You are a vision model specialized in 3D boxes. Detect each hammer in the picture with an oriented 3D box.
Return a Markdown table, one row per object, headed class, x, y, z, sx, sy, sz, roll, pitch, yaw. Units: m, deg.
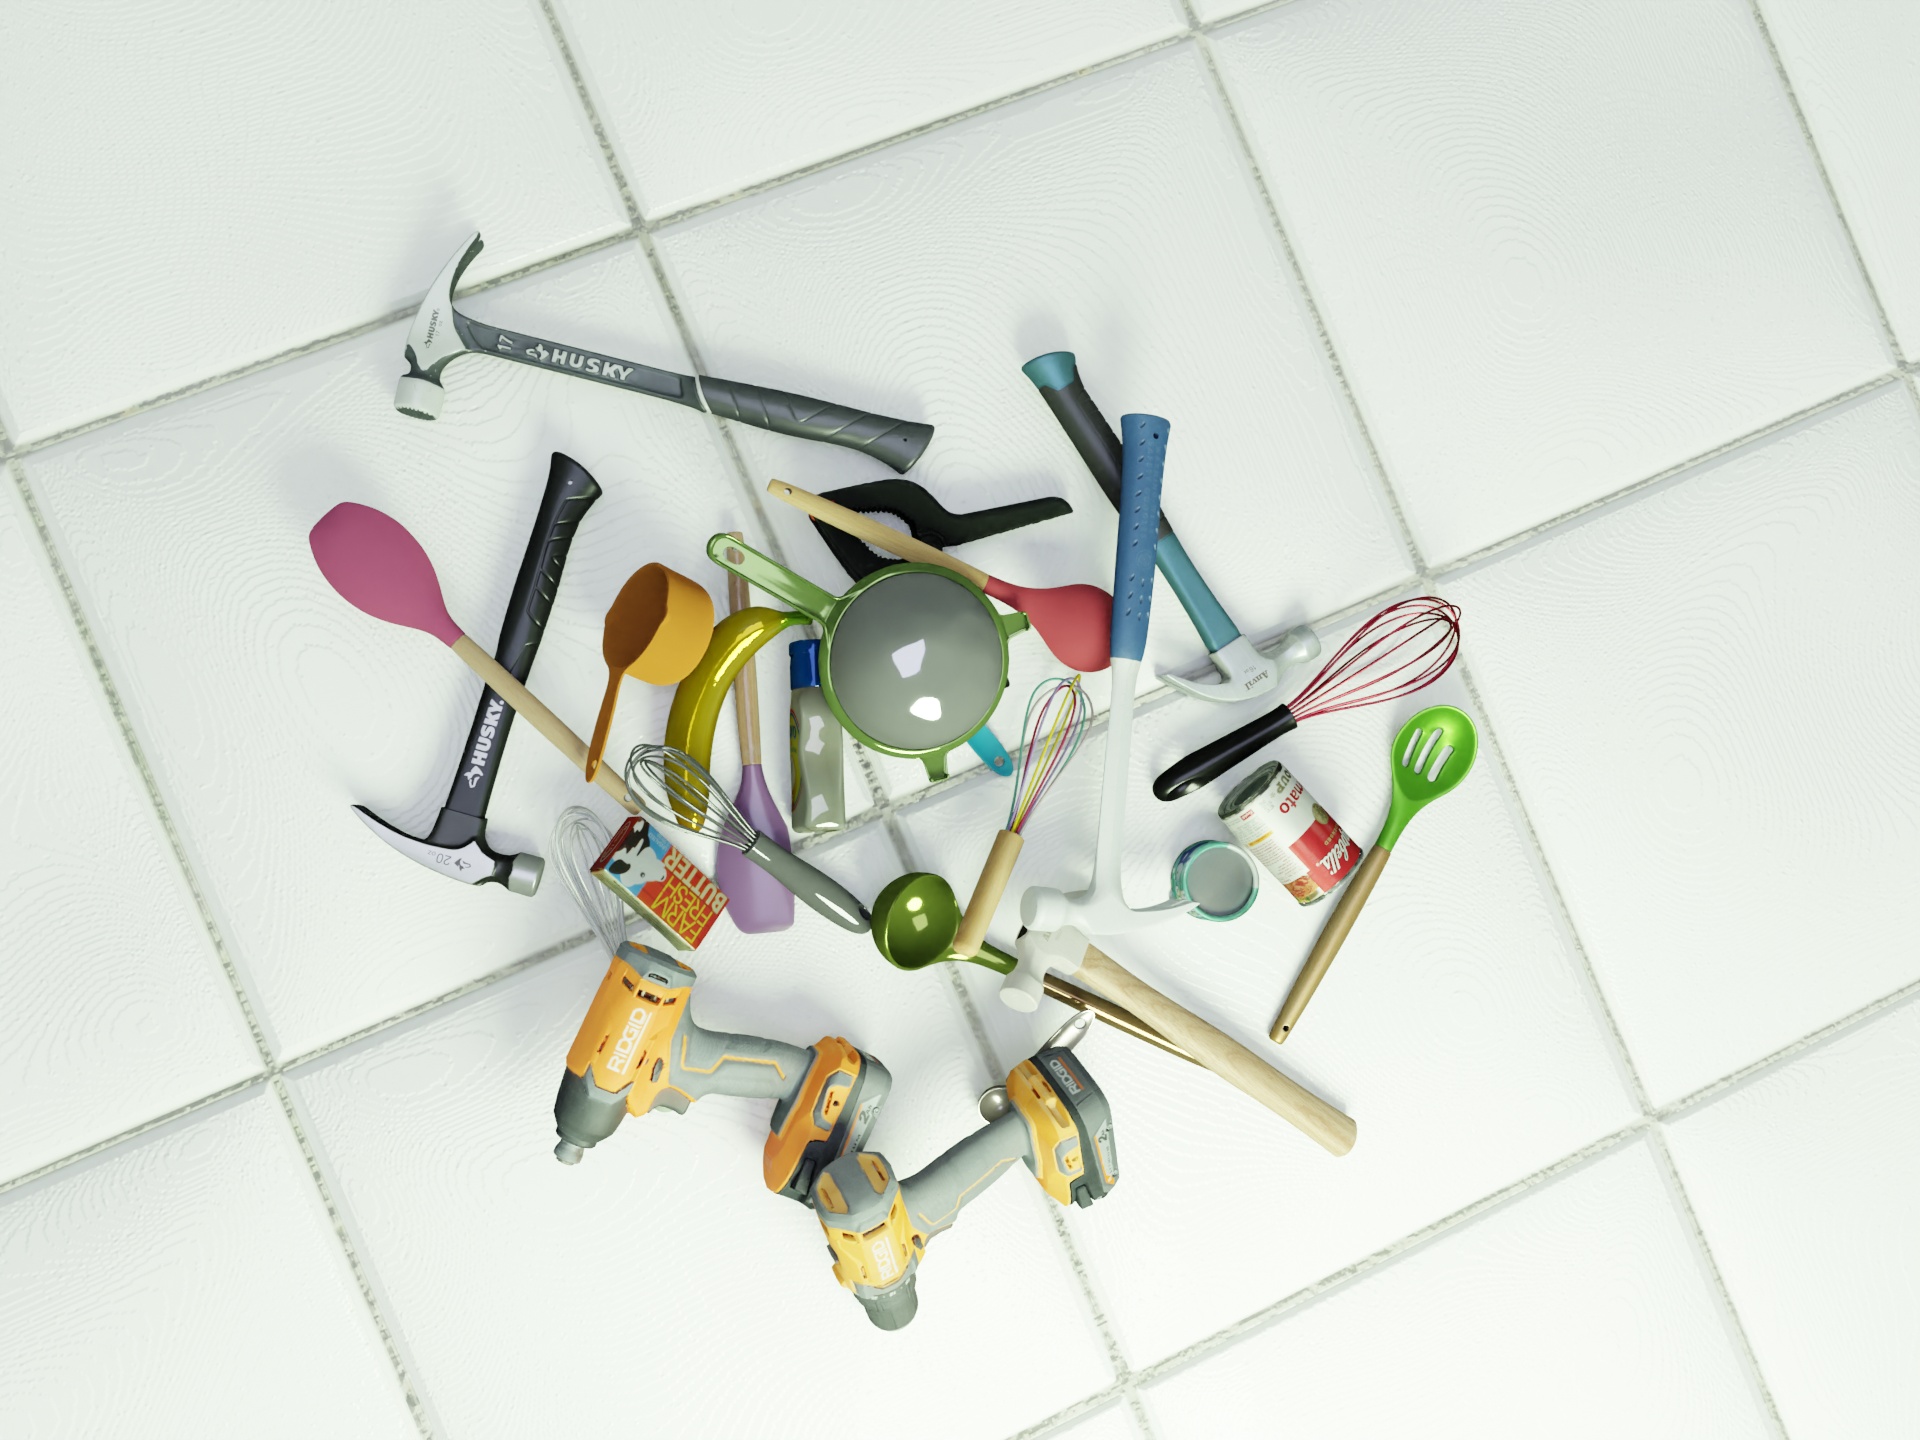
| class | x | y | z | sx | sy | sz | roll | pitch | yaw |
| --- | --- | --- | --- | --- | --- | --- | --- | --- | --- |
| hammer | 0.156 | -0.159 | 1.299 | 0.128 | 0.033 | 0.331 | -33 | 92 | -10 |
| hammer | 0.184 | 0.247 | 1.263 | 0.331 | 0.031 | 0.130 | 35 | 52 | -12 |
| hammer | -0.221 | -0.265 | 1.247 | 0.409 | 0.036 | 0.149 | 12 | 84 | -8 |
| hammer | 0.133 | -0.035 | 1.242 | 0.144 | 0.035 | 0.405 | 8 | 85 | -25 |
| hammer | -0.348 | -0.044 | 1.214 | 0.146 | 0.035 | 0.335 | 17 | 84 | -8 |

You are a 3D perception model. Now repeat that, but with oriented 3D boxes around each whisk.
| class | x | y | z | sx | sy | sz | roll | pitch | yaw |
| --- | --- | --- | --- | --- | --- | --- | --- | --- | --- |
| whisk | -0.259 | 0.182 | 1.213 | 0.058 | 0.059 | 0.246 | -15 | 94 | 27 |
| whisk | 0.047 | 0.069 | 1.238 | 0.051 | 0.047 | 0.245 | 30 | 70 | -17 |
| whisk | -0.158 | 0.095 | 1.210 | 0.238 | 0.055 | 0.055 | 38 | 82 | -21 |
| whisk | 0.285 | -0.013 | 1.298 | 0.296 | 0.073 | 0.073 | -30 | 92 | -3 |

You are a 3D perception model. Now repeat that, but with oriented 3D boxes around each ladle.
| class | x | y | z | sx | sy | sz | roll | pitch | yaw |
| --- | --- | --- | --- | --- | --- | --- | --- | --- | --- |
| ladle | -0.004 | -0.119 | 1.240 | 0.315 | 0.031 | 0.069 | 23 | 83 | -13 |
| ladle | 0.074 | 0.210 | 1.255 | 0.320 | 0.062 | 0.078 | 27 | 81 | -9 |

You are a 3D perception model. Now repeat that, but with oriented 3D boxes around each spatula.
| class | x | y | z | sx | sy | sz | roll | pitch | yaw |
| --- | --- | --- | --- | --- | --- | --- | --- | --- | --- |
| spatula | -0.168 | 0.009 | 1.247 | 0.059 | 0.018 | 0.316 | -4 | 88 | -5 |

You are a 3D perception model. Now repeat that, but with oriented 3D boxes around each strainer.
| class | x | y | z | sx | sy | sz | roll | pitch | yaw |
| --- | --- | --- | --- | --- | --- | --- | --- | --- | --- |
| strainer | -0.071 | -0.068 | 1.177 | 0.256 | 0.069 | 0.151 | 30 | 87 | -17 |

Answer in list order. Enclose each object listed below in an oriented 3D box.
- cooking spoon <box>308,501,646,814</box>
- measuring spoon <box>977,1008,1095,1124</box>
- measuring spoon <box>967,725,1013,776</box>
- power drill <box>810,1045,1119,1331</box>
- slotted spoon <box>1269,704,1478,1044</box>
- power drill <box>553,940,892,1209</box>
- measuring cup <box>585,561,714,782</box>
| class | x | y | z | sx | sy | sz | roll | pitch | yaw |
| --- | --- | --- | --- | --- | --- | --- | --- | --- | --- |
| cooking spoon | -0.355 | -0.042 | 1.186 | 0.319 | 0.017 | 0.069 | 44 | 82 | -5 |
| measuring spoon | 0.061 | 0.271 | 1.256 | 0.034 | 0.018 | 0.124 | 42 | 95 | -16 |
| measuring spoon | -0.002 | -0.004 | 1.277 | 0.042 | 0.021 | 0.128 | -42 | 103 | -8 |
| power drill | 0.006 | 0.363 | 1.203 | 0.226 | 0.084 | 0.185 | -24 | 131 | -17 |
| slotted spoon | 0.334 | 0.127 | 1.314 | 0.070 | 0.031 | 0.314 | 31 | 85 | -6 |
| power drill | -0.184 | 0.280 | 1.182 | 0.226 | 0.084 | 0.164 | 27 | 84 | -17 |
| measuring cup | -0.237 | -0.030 | 1.200 | 0.052 | 0.095 | 0.174 | 22 | 78 | -38 |
